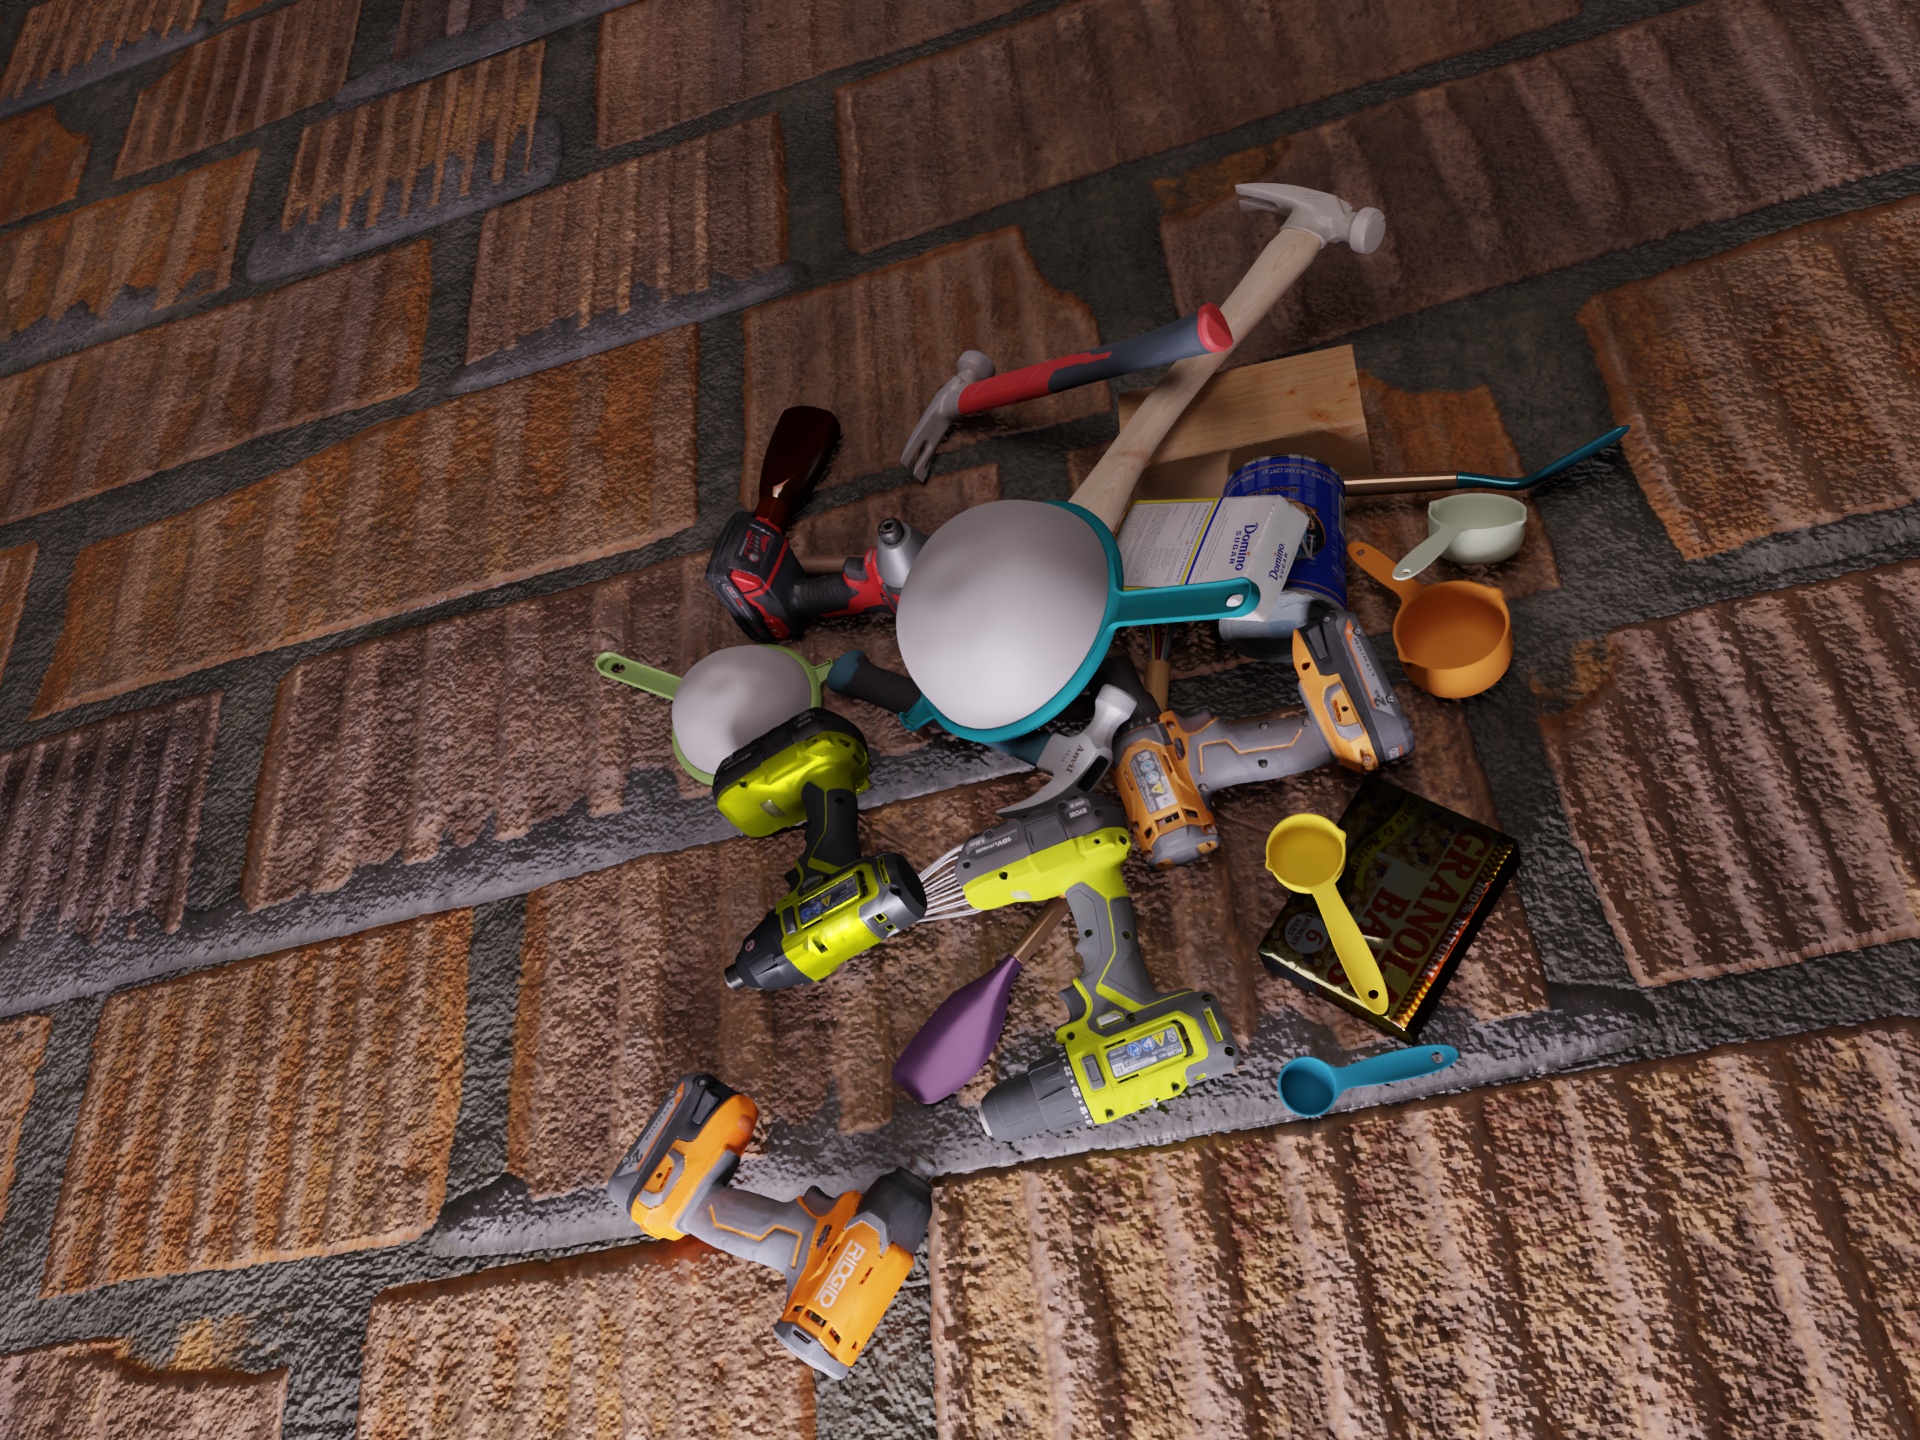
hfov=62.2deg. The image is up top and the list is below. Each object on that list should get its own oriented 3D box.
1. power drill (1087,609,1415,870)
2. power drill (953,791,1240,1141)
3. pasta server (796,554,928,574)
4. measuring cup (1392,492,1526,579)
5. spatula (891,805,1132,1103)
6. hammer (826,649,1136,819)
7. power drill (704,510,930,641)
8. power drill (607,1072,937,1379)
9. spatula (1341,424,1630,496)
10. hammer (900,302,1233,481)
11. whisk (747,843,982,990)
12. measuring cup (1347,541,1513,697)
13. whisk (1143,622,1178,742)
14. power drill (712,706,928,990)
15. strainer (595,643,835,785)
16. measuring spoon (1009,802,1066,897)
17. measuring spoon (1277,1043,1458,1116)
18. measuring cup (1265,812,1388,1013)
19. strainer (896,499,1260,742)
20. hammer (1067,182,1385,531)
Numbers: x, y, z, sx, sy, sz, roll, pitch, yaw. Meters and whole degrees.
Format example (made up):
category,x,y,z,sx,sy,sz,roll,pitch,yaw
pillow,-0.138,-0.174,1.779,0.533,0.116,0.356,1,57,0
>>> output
category,x,y,z,sx,sy,sz,roll,pitch,yaw
power drill,0.216,-0.007,1.246,0.226,0.084,0.185,-25,69,10
power drill,0.079,0.187,1.182,0.190,0.080,0.229,-21,68,2
pasta server,-0.079,-0.154,1.497,0.316,0.040,0.060,1,48,23
measuring cup,0.389,-0.133,1.263,0.083,0.038,0.167,19,40,39
spatula,0.061,0.170,1.257,0.060,0.018,0.316,33,76,27
hammer,-0.002,-0.004,1.328,0.331,0.033,0.128,21,81,46
power drill,-0.110,-0.130,1.431,0.220,0.143,0.079,4,58,25
power drill,-0.132,0.355,1.184,0.227,0.084,0.164,26,71,27
spatula,0.388,-0.210,1.329,0.317,0.082,0.044,-1,92,17
hammer,0.087,-0.297,1.412,0.386,0.038,0.143,1,56,55
whisk,-0.069,0.164,1.298,0.246,0.059,0.058,-26,18,10
measuring cup,0.369,-0.084,1.276,0.095,0.052,0.174,-35,46,-2
whisk,0.165,-0.067,1.348,0.051,0.047,0.245,-2,63,19
power drill,-0.130,0.109,1.304,0.171,0.080,0.223,-30,44,11
strainer,-0.250,-0.034,1.470,0.256,0.069,0.151,18,68,28
measuring spoon,0.064,0.102,1.289,0.021,0.011,0.117,-36,43,3
measuring spoon,0.288,0.251,1.126,0.128,0.021,0.042,-13,67,3
measuring cup,0.270,0.141,1.147,0.062,0.029,0.157,-24,65,7
strainer,0.064,-0.097,1.216,0.340,0.095,0.211,-2,68,45
hammer,0.197,-0.309,1.375,0.146,0.038,0.411,28,72,34
